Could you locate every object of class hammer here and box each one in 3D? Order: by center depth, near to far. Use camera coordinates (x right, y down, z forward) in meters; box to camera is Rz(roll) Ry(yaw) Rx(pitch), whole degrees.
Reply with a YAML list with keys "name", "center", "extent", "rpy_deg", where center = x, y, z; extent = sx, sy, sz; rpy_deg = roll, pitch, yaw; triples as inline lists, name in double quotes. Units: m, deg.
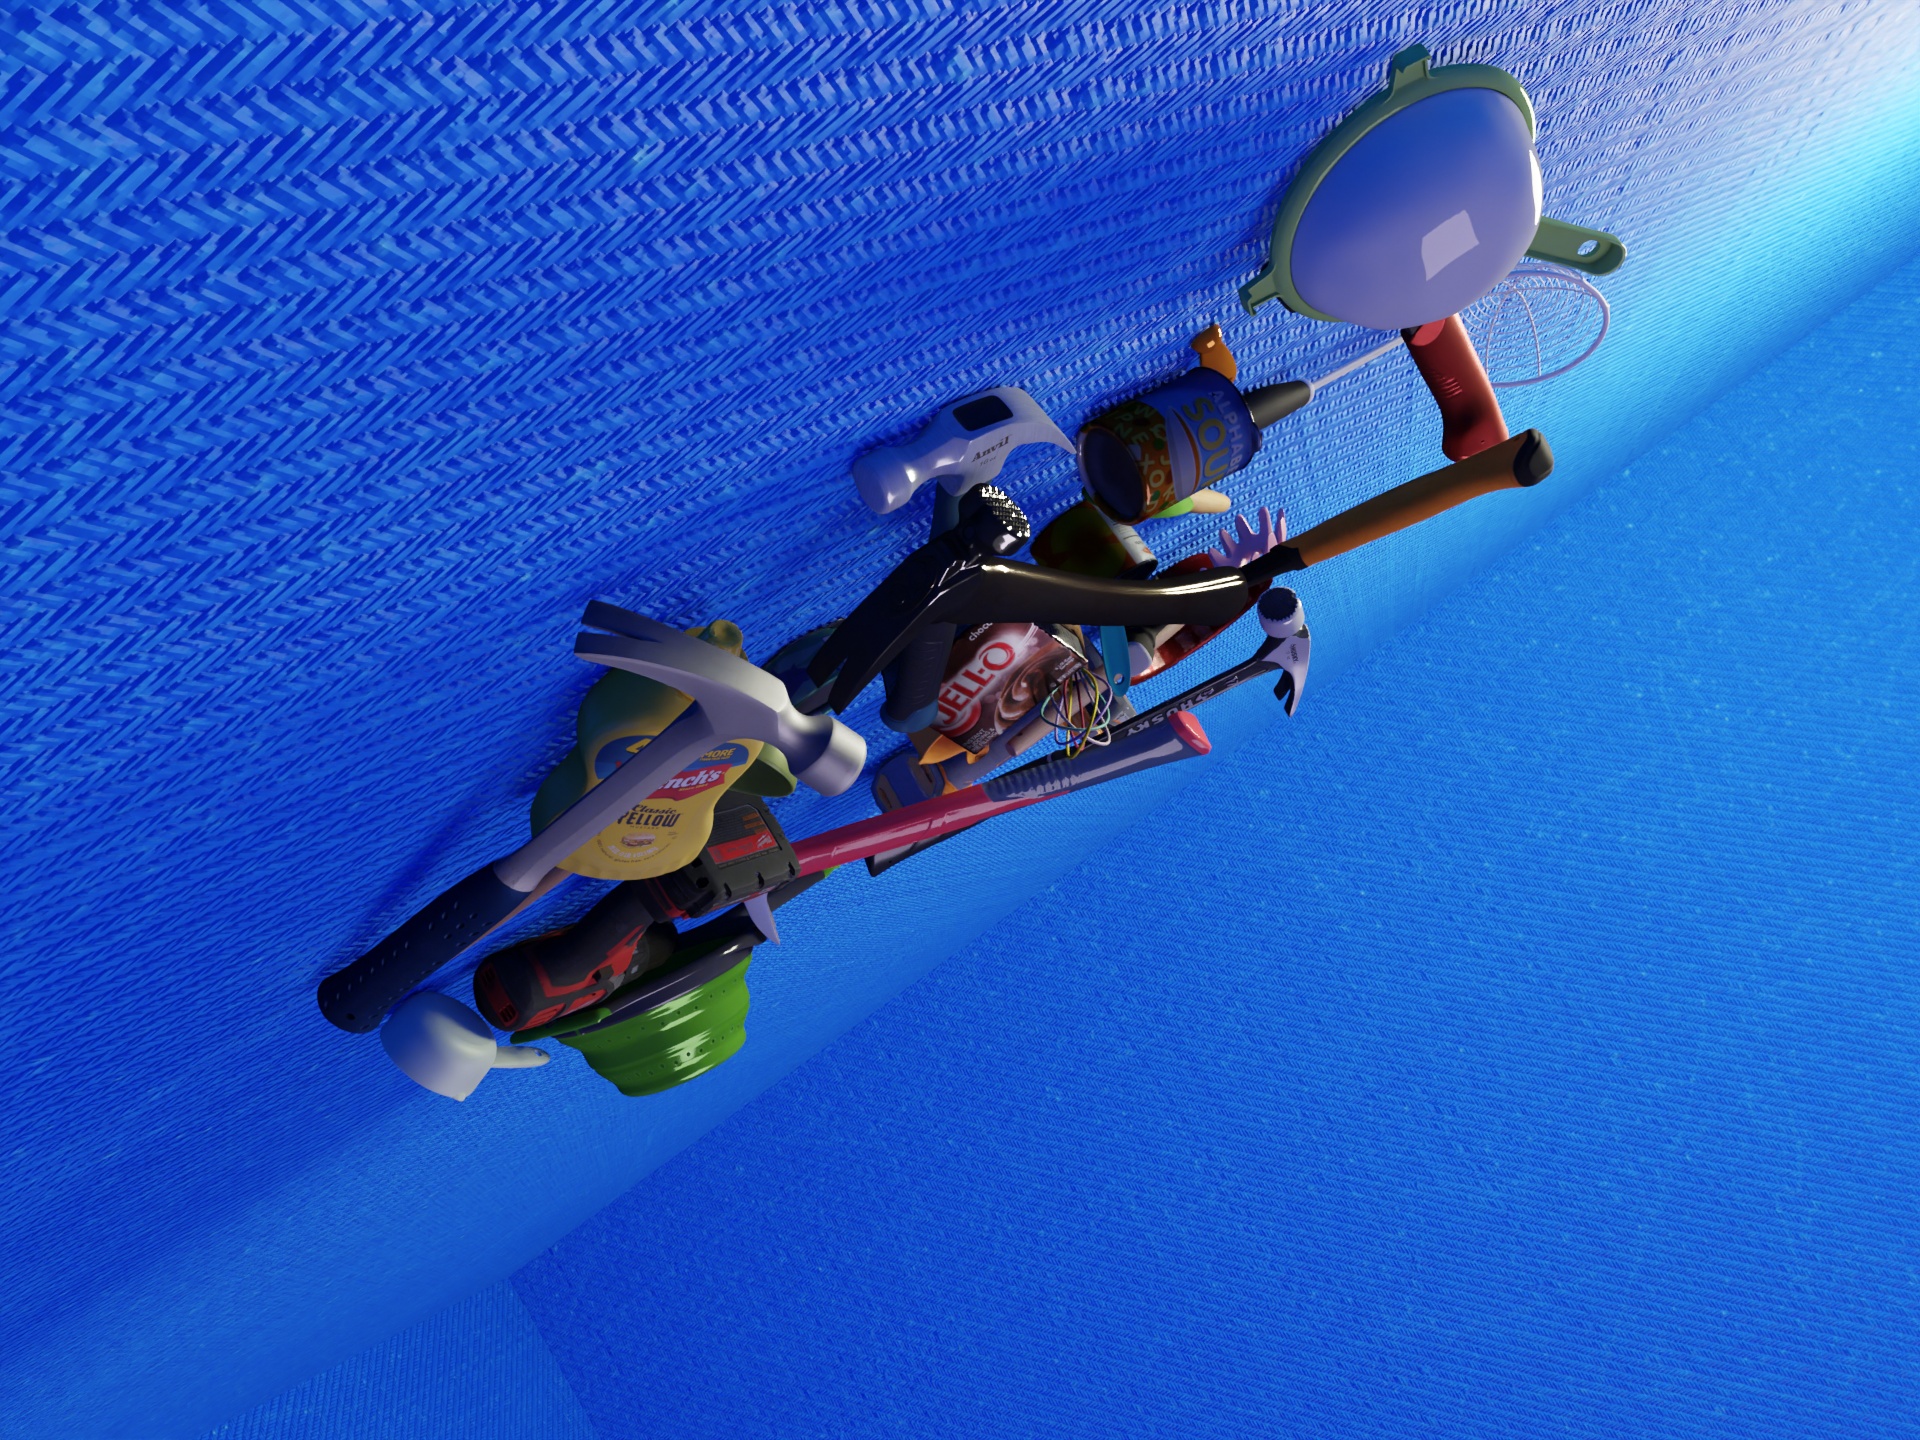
- name: "hammer"
  center: [-0.233, 0.073, 0.833]
  extent: [0.405, 0.144, 0.035]
  rpy_deg: [-34, -146, 35]
- name: "hammer"
  center: [-0.013, -0.076, 0.913]
  extent: [0.128, 0.033, 0.330]
  rpy_deg: [-31, 162, -21]
- name: "hammer"
  center: [0.072, -0.067, 0.969]
  extent: [0.146, 0.038, 0.410]
  rpy_deg: [-43, 161, 26]
- name: "hammer"
  center: [0.302, -0.244, 0.984]
  extent: [0.149, 0.037, 0.358]
  rpy_deg: [-37, 154, 16]
- name: "hammer"
  center: [0.260, -0.131, 1.151]
  extent: [0.337, 0.034, 0.127]
  rpy_deg: [-23, -153, 32]
- name: "hammer"
  center: [0.012, 0.076, 1.258]
  extent: [0.386, 0.038, 0.143]
  rpy_deg: [-17, 141, -7]
- name: "hammer"
  center: [0.102, 0.027, 1.309]
  extent: [0.409, 0.036, 0.149]
  rpy_deg: [-27, 146, 3]

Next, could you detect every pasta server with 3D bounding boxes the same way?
- name: "pasta server"
  center: [0.151, -0.072, 1.270]
  extent: [0.316, 0.040, 0.060]
  rpy_deg: [-38, -153, -22]

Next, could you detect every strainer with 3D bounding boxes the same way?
- name: "strainer"
  center: [0.279, -0.245, 0.828]
  extent: [0.256, 0.069, 0.151]
  rpy_deg: [-1, 141, -35]

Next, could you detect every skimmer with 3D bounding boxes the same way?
- name: "skimmer"
  center: [0.294, -0.225, 1.090]
  extent: [0.363, 0.090, 0.127]
  rpy_deg: [-29, 167, -25]

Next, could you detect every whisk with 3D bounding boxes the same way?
- name: "whisk"
  center: [0.083, -0.030, 1.184]
  extent: [0.051, 0.047, 0.245]
  rpy_deg: [-6, -160, 3]

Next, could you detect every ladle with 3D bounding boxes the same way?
- name: "ladle"
  center: [-0.232, 0.089, 0.972]
  extent: [0.320, 0.062, 0.078]
  rpy_deg: [-35, 134, 15]

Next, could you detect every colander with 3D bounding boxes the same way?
- name: "colander"
  center: [-0.203, 0.220, 1.362]
  extent: [0.204, 0.094, 0.397]
  rpy_deg: [-19, -175, 31]

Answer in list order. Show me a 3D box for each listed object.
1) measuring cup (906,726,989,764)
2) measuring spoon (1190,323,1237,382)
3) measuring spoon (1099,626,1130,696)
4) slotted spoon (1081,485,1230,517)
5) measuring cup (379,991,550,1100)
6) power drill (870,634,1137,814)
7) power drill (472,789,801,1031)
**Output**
- name: "measuring cup"
  center: [-0.002, -0.004, 1.234]
  extent: [0.095, 0.052, 0.173]
  rpy_deg: [-33, 168, -4]
- name: "measuring spoon"
  center: [0.155, -0.212, 0.949]
  extent: [0.021, 0.011, 0.117]
  rpy_deg: [-37, 168, 11]
- name: "measuring spoon"
  center: [0.105, -0.076, 1.162]
  extent: [0.042, 0.021, 0.128]
  rpy_deg: [-20, 120, -13]
- name: "slotted spoon"
  center: [0.152, -0.155, 1.105]
  extent: [0.313, 0.070, 0.031]
  rpy_deg: [-16, 121, -69]
- name: "measuring cup"
  center: [-0.337, 0.227, 1.130]
  extent: [0.038, 0.083, 0.167]
  rpy_deg: [-51, 155, 6]
- name: "power drill"
  center: [0.040, 0.023, 1.404]
  extent: [0.226, 0.084, 0.185]
  rpy_deg: [-32, 168, 7]
- name: "power drill"
  center: [-0.220, 0.136, 1.143]
  extent: [0.226, 0.080, 0.188]
  rpy_deg: [-38, 168, 26]
